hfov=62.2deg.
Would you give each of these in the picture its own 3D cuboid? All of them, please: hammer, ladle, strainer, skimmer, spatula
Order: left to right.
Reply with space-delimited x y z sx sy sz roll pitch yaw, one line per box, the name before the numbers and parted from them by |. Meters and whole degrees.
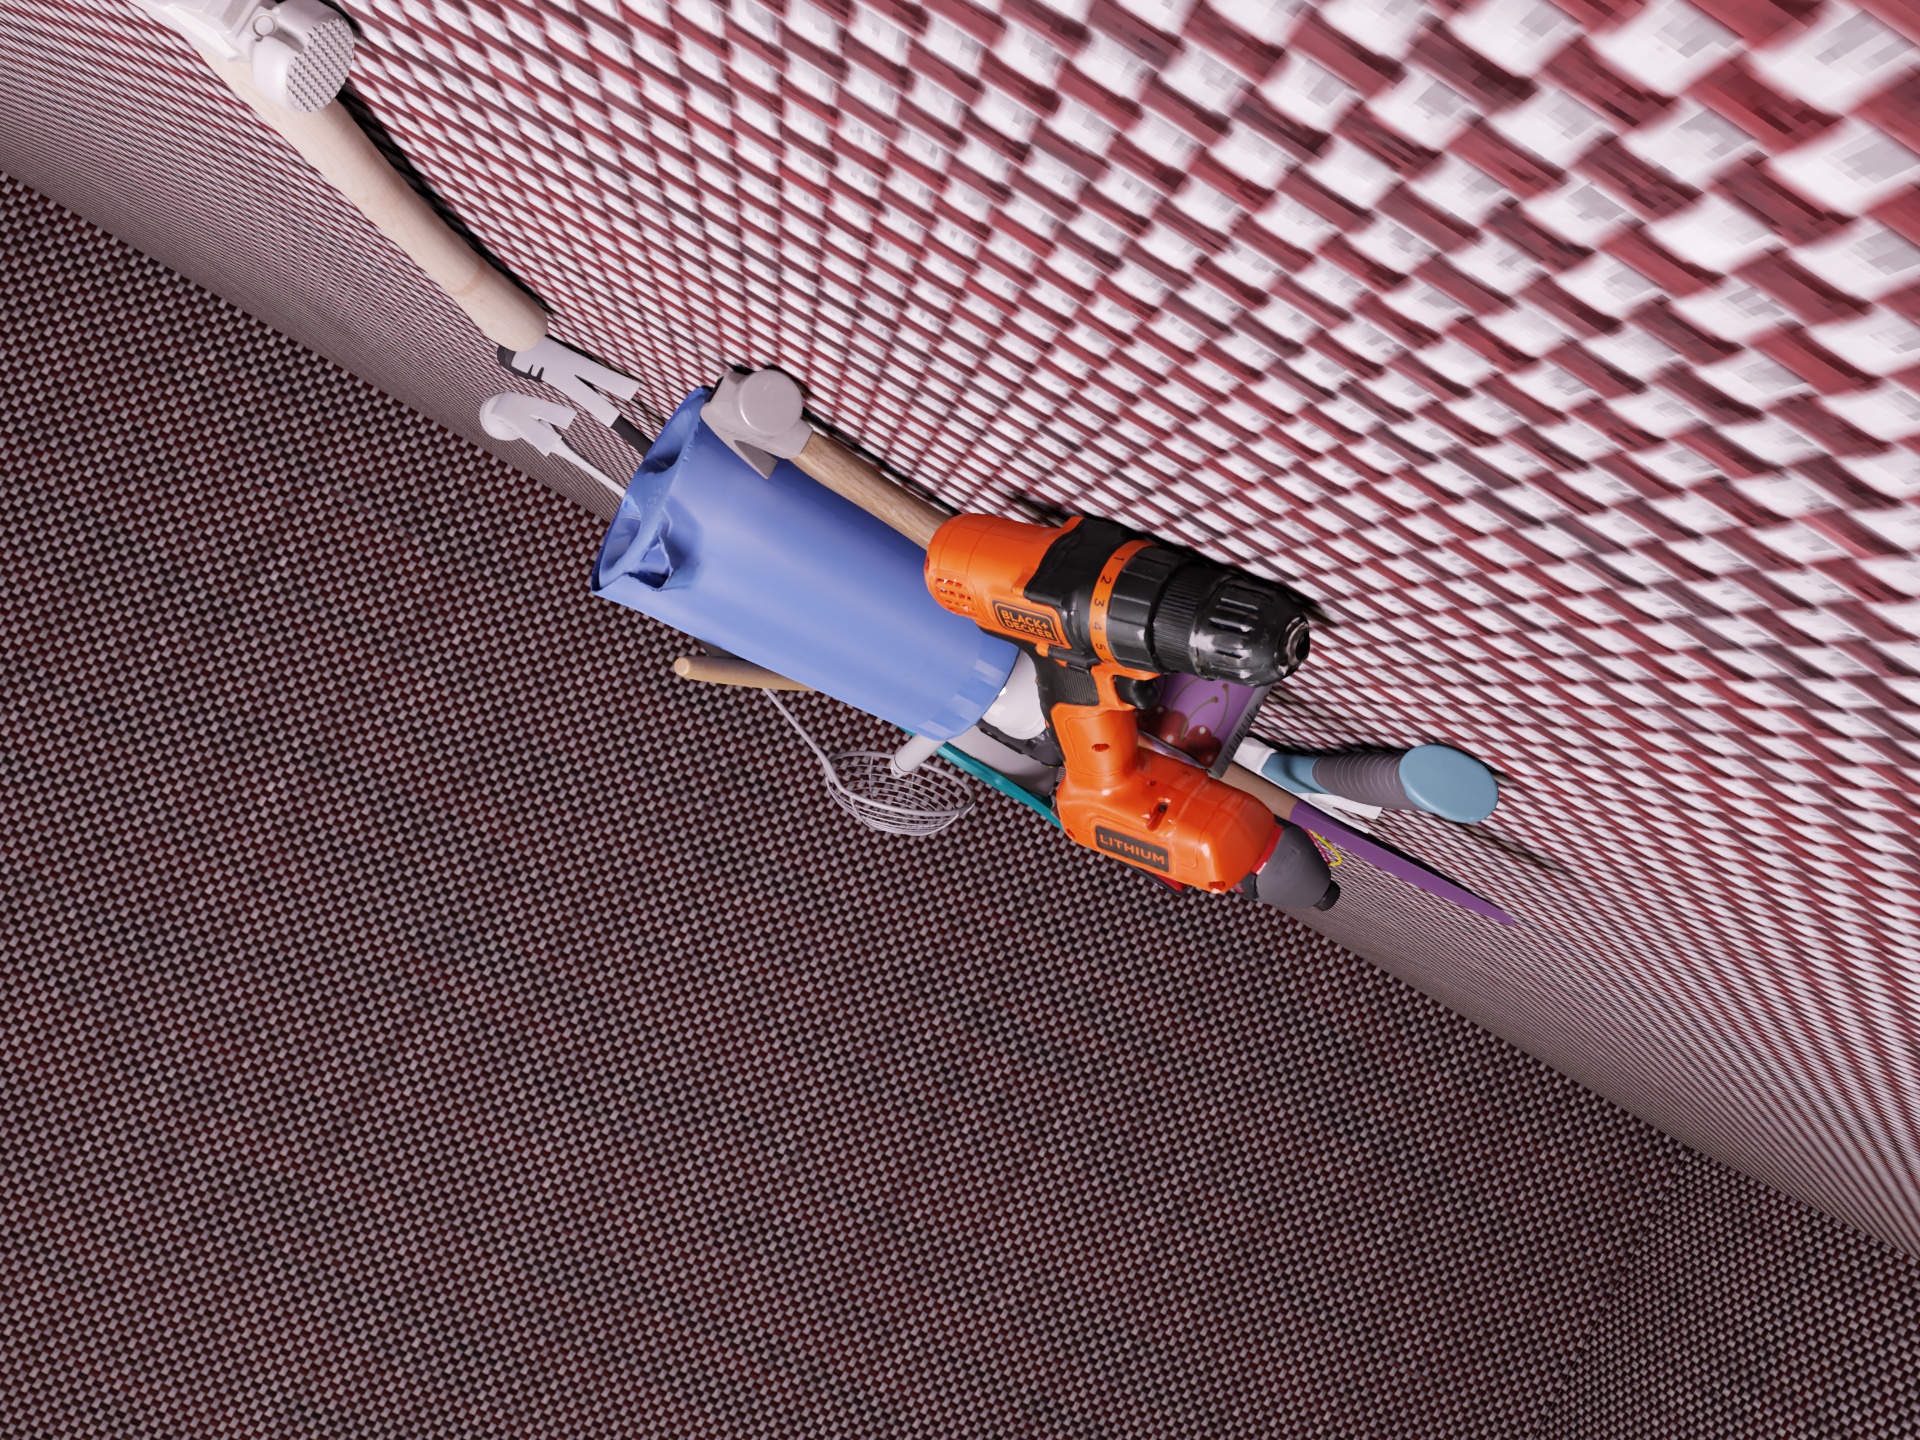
hammer | -0.284 -0.257 0.748 0.146 0.038 0.410 31 178 2
hammer | -0.192 -0.169 1.168 0.127 0.034 0.336 31 174 34
hammer | -0.162 -0.105 1.153 0.405 0.035 0.144 37 174 -27
ladle | -0.100 -0.027 1.044 0.069 0.031 0.315 13 -177 22
skimmer | -0.110 -0.023 1.232 0.127 0.090 0.362 33 166 46
strainer | -0.002 -0.003 1.093 0.087 0.050 0.258 64 150 9
hammer | 0.008 -0.087 0.852 0.331 0.031 0.130 31 177 -23
strainer | 0.046 0.011 1.418 0.210 0.095 0.341 30 -177 -34
spatula | 0.172 0.040 0.920 0.316 0.018 0.059 29 177 27
hammer | 0.209 0.031 0.876 0.128 0.033 0.331 31 177 -3

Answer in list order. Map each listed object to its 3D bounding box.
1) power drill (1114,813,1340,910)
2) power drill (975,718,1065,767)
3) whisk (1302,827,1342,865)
power drill | 0.164 0.076 1.091 0.143 0.078 0.220 32 174 -11
power drill | 0.033 -0.028 1.245 0.190 0.080 0.228 30 180 2
whisk | 0.231 0.062 1.148 0.047 0.051 0.244 47 -178 35
